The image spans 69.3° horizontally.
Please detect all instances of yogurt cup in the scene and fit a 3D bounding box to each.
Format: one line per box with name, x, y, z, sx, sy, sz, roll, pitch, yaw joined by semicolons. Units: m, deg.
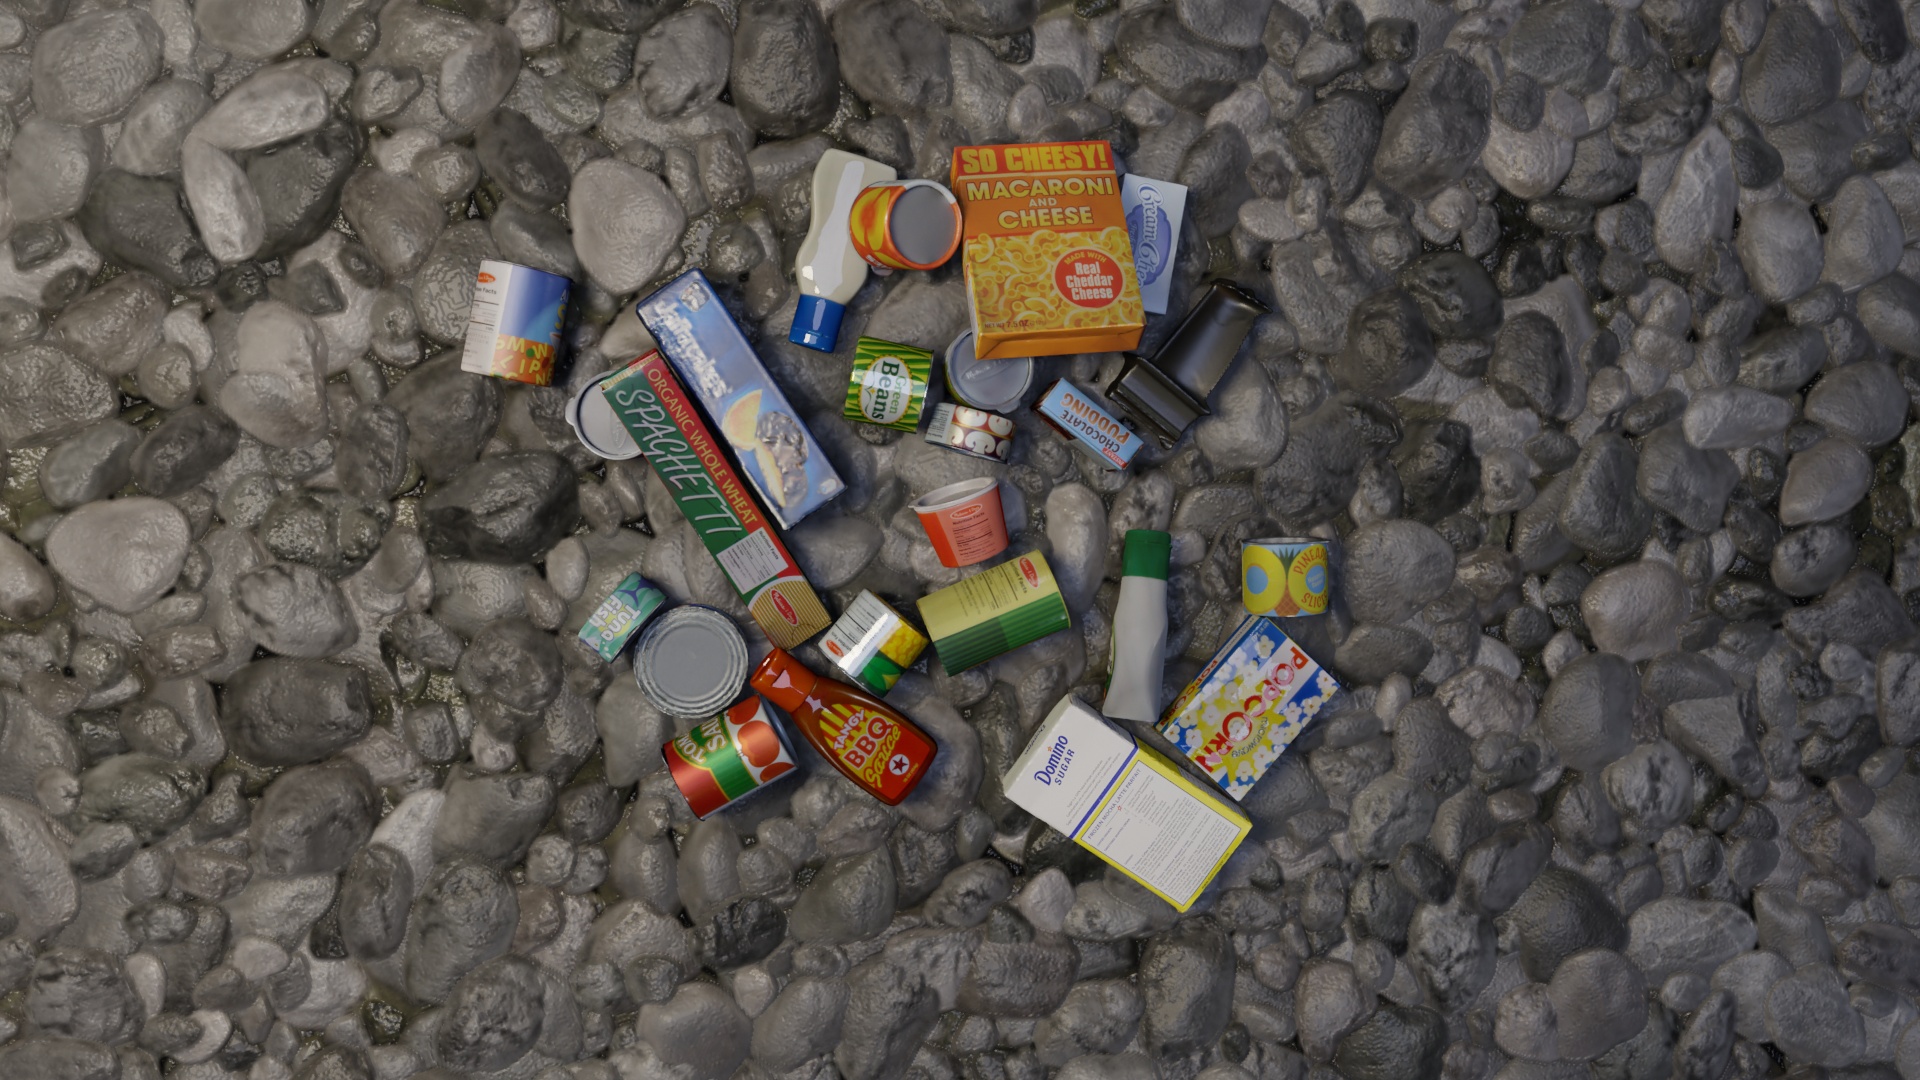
yogurt cup;0.004;-0.013;1.067;0.072;0.072;0.054;-19;103;-4

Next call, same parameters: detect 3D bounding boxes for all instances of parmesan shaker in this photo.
parmesan shaker;0.024;0.055;1.072;0.103;0.071;0.071;-23;95;-3

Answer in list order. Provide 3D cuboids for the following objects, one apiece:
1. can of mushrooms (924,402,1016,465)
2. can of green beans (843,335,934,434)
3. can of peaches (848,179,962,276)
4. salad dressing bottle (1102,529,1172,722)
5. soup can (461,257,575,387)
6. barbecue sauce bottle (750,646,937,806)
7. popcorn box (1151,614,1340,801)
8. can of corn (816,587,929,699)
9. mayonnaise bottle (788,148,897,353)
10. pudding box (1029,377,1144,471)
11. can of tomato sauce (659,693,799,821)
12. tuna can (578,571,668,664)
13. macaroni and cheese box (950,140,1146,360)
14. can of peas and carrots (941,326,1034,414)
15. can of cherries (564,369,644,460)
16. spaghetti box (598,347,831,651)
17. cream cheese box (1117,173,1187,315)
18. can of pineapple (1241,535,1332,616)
can of mushrooms;0.010;-0.081;1.063;0.071;0.071;0.033;15;91;-6
can of green beans;-0.055;-0.119;1.054;0.058;0.071;0.071;12;92;-6
can of peaches;-0.041;-0.231;1.026;0.071;0.058;0.071;-7;104;-31
salad dressing bottle;0.140;0.066;1.086;0.044;0.064;0.147;5;84;14
soup can;-0.326;-0.160;1.028;0.071;0.071;0.083;11;92;-6
barbecue sauce bottle;-0.092;0.138;1.063;0.148;0.043;0.065;38;84;-14
popcorn box;0.227;0.132;1.106;0.085;0.038;0.127;42;88;-7
can of corn;-0.065;0.079;1.064;0.071;0.071;0.058;40;88;-6
mayonnaise bottle;-0.095;-0.219;1.060;0.065;0.041;0.148;16;92;-11
pudding box;0.097;-0.089;1.079;0.083;0.049;0.030;37;88;-6
can of tomato sauce;-0.175;0.162;1.055;0.083;0.071;0.071;-28;95;-4
tuna can;-0.253;0.058;1.041;0.033;0.071;0.071;40;89;-5
macaroni and cheese box;0.062;-0.219;1.041;0.124;0.040;0.167;-4;67;-7
can of peas and carrots;0.022;-0.130;1.065;0.071;0.059;0.071;0;93;-5
can of cherries;-0.255;-0.094;1.041;0.071;0.058;0.071;0;94;-5
spaghetti box;-0.178;-0.026;1.027;0.050;0.029;0.249;-32;114;-4
cream cheese box;0.143;-0.231;1.090;0.053;0.024;0.103;9;92;-7
can of pineapple;0.256;0.028;1.089;0.071;0.071;0.058;-3;94;-5
